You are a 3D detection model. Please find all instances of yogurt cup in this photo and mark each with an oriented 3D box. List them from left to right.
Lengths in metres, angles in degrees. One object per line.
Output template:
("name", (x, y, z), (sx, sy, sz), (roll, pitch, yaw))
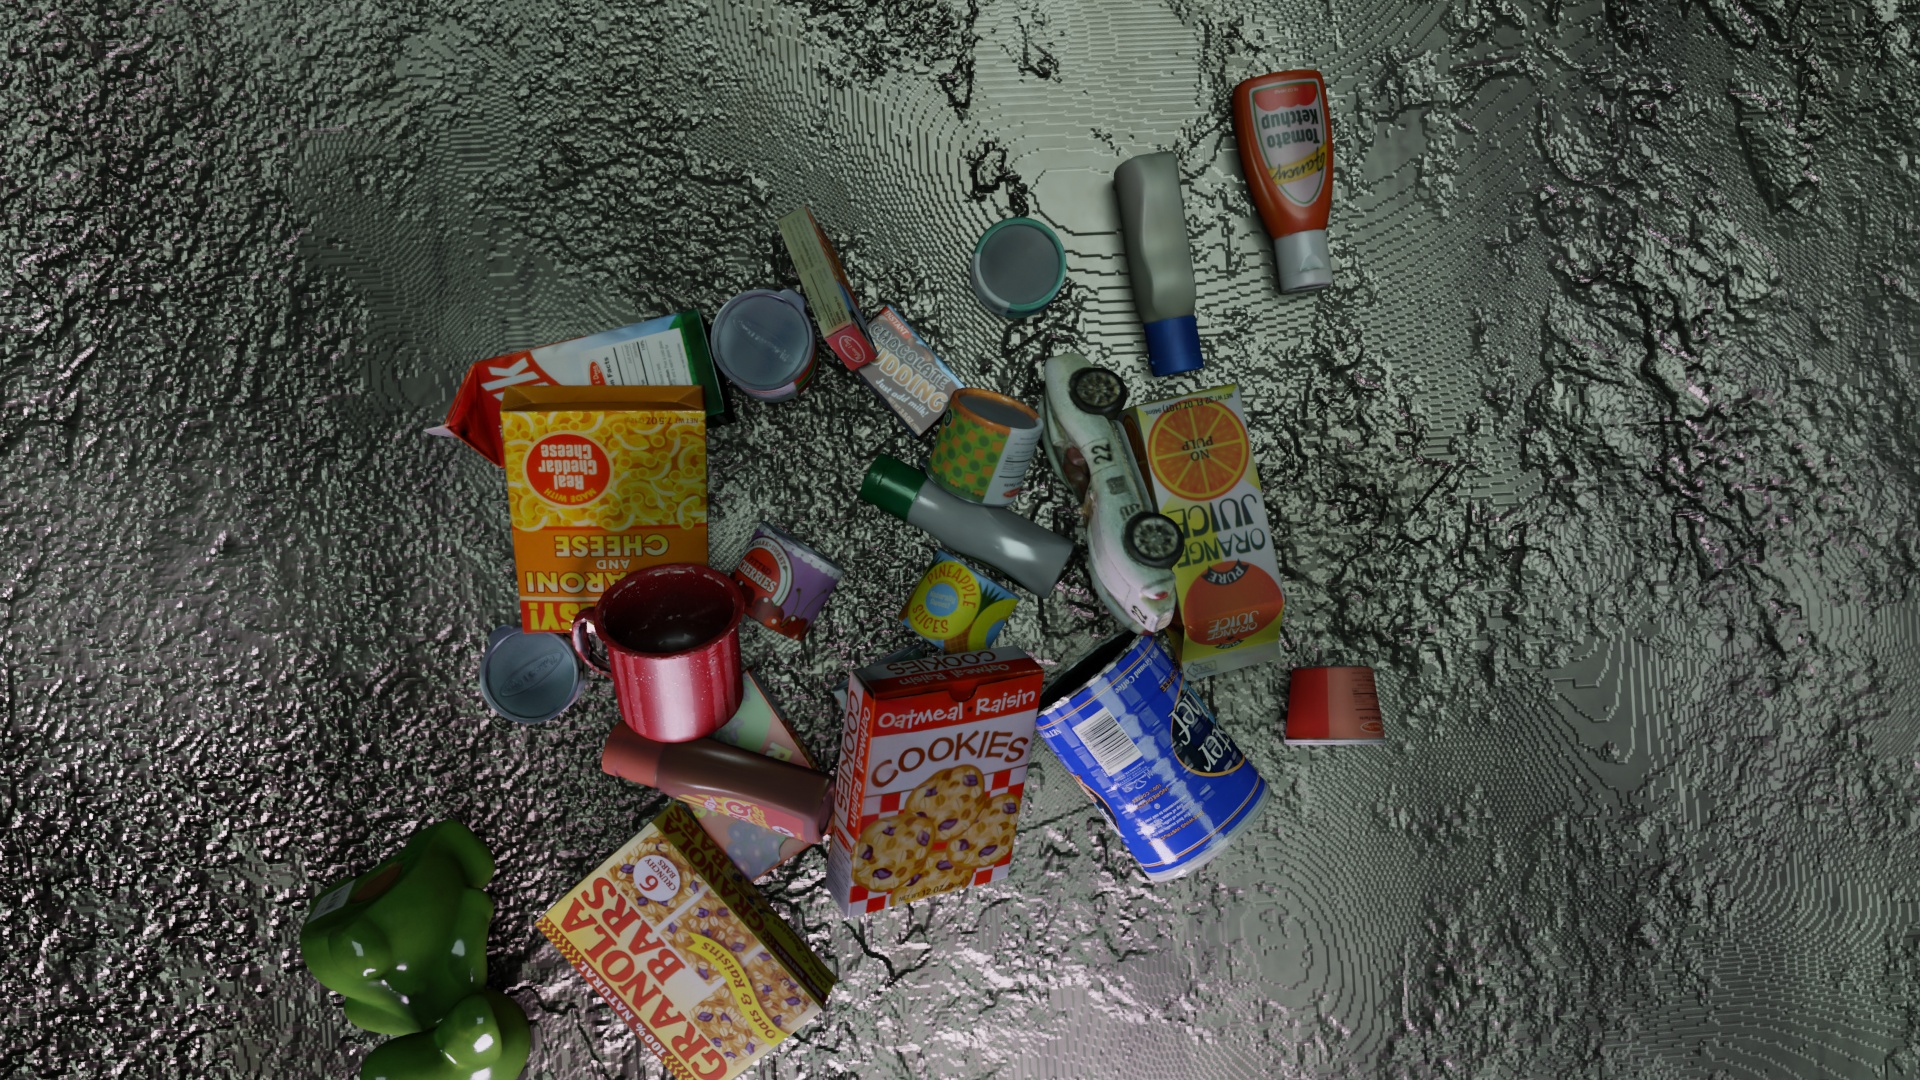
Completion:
("yogurt cup", (0.258, 0.114, 0.960), (0.072, 0.072, 0.054), (0, 82, -3))

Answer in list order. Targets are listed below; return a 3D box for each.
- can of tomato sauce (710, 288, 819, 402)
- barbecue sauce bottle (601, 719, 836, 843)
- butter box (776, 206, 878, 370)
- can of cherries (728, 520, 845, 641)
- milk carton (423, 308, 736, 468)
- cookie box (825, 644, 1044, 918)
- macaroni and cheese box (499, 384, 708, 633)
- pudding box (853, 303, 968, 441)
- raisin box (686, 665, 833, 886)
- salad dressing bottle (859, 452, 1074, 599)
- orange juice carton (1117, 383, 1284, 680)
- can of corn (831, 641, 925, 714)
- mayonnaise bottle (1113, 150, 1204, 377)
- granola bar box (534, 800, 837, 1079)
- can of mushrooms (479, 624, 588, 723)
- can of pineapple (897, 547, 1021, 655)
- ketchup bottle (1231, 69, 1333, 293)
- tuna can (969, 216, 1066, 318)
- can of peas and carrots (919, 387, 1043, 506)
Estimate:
("can of tomato sauce", (-0.128, -0.131, 0.931), (0.071, 0.083, 0.071), (0, 90, -3))
("barbecue sauce bottle", (-0.156, 0.153, 0.899), (0.148, 0.064, 0.044), (16, 65, 6))
("butter box", (-0.089, -0.169, 0.931), (0.024, 0.053, 0.104), (-26, 66, 6))
("can of cherries", (-0.122, 0.027, 0.936), (0.071, 0.071, 0.058), (31, 89, -2))
("milk carton", (-0.255, -0.094, 0.930), (0.191, 0.072, 0.073), (-14, 90, -4))
("cookie box", (-0.017, 0.155, 0.899), (0.123, 0.040, 0.166), (-6, 117, -30))
("macaroni and cheese box", (-0.226, -0.018, 0.899), (0.124, 0.040, 0.165), (-1, 121, -10))
("pudding box", (-0.039, -0.116, 0.962), (0.050, 0.030, 0.083), (-42, 92, -4))
("raisin box", (-0.145, 0.160, 0.949), (0.086, 0.040, 0.123), (-33, 92, -4))
("salad dressing bottle", (0.003, -0.012, 0.951), (0.148, 0.064, 0.044), (27, 99, 6))
("orange juice carton", (0.167, -0.005, 0.951), (0.072, 0.073, 0.192), (-12, 91, -5))
("can of corn", (-0.043, 0.110, 0.941), (0.071, 0.071, 0.058), (-27, 92, -3))
("mayonnaise bottle", (0.139, -0.189, 0.959), (0.041, 0.065, 0.148), (-11, 94, -7))
("granola bar box", (-0.183, 0.274, 0.928), (0.124, 0.039, 0.165), (-41, 92, 18))
("can of mushrooms", (-0.291, 0.087, 0.945), (0.071, 0.033, 0.071), (0, 90, -3))
("can of pineapple", (-0.002, 0.045, 0.943), (0.071, 0.071, 0.058), (32, 88, -2))
("ketchup bottle", (0.232, -0.250, 0.972), (0.065, 0.043, 0.148), (-9, 90, -3))
("tuna can", (0.042, -0.191, 0.966), (0.071, 0.033, 0.071), (0, 90, -3))
("can of peas and carrots", (0.014, -0.065, 0.938), (0.071, 0.071, 0.058), (20, 114, -3))
